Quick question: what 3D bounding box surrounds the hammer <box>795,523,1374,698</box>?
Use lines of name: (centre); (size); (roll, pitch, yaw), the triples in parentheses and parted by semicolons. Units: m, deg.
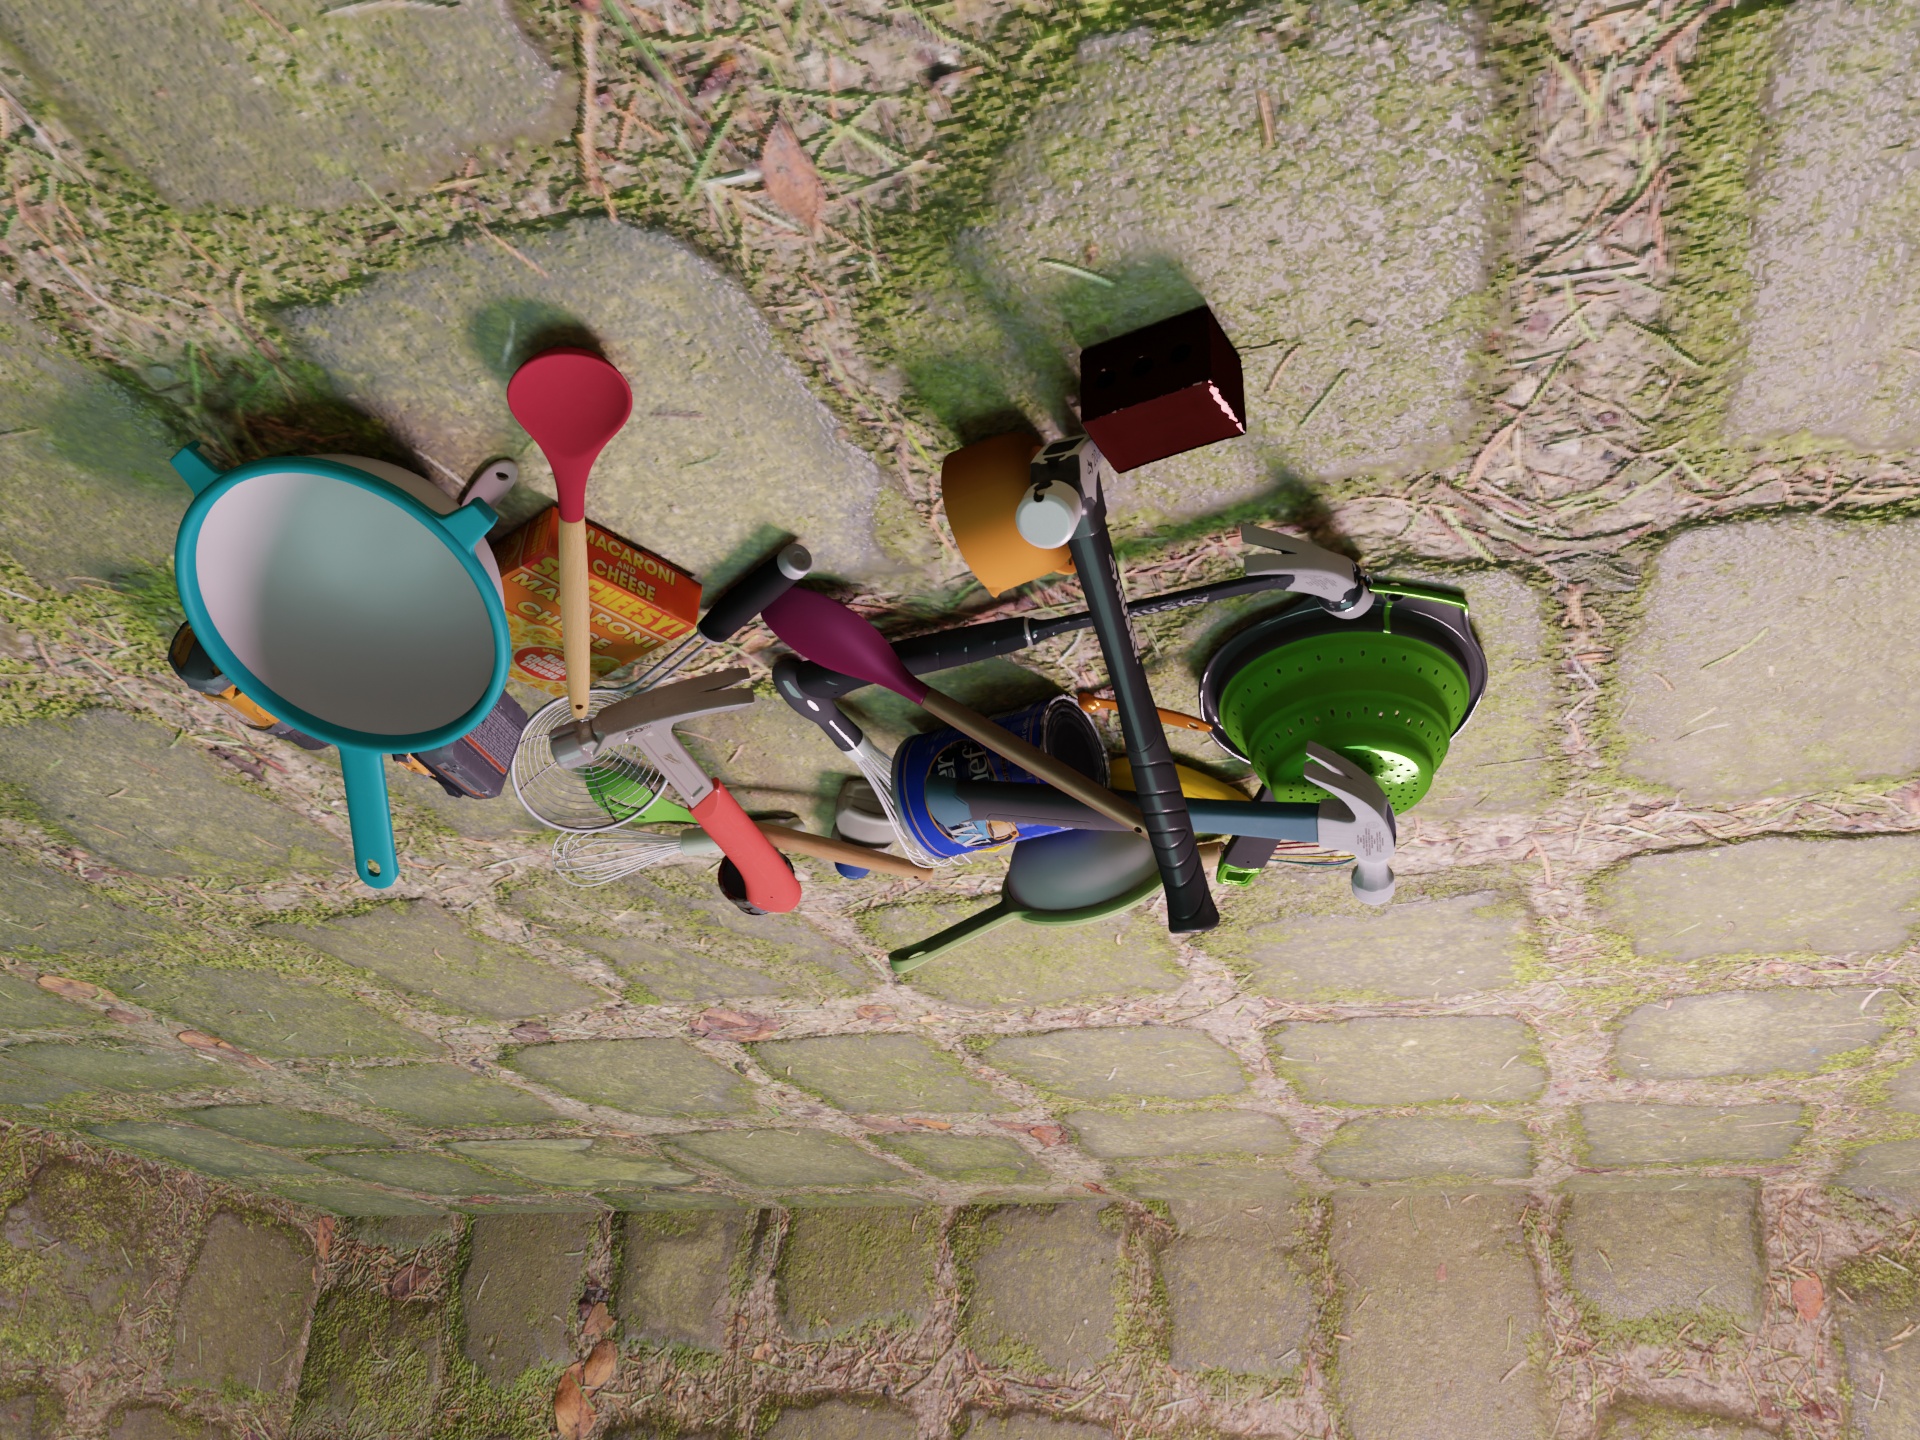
hammer: (0.059, -0.063, 1.075); (0.409, 0.036, 0.149); (-11, 167, 30)

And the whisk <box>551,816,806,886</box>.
whisk: (-0.260, 0.114, 1.460); (0.246, 0.059, 0.058); (-7, -171, 10)

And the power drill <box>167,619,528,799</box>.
power drill: (-0.447, -0.005, 1.193); (0.226, 0.084, 0.185); (12, 161, 9)

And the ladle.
ladle: (-0.239, -0.107, 0.984); (0.069, 0.031, 0.315); (1, 139, -11)

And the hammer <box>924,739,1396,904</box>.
hammer: (0.136, 0.066, 1.121); (0.331, 0.033, 0.128); (3, 133, 17)

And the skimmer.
skimmer: (-0.212, -0.016, 1.156); (0.127, 0.090, 0.363); (21, 147, -30)

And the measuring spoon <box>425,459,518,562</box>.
measuring spoon: (-0.313, -0.132, 1.022); (0.034, 0.018, 0.124); (20, 147, -29)

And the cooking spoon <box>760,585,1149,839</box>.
cooking spoon: (-0.002, -0.003, 1.095); (0.319, 0.017, 0.068); (30, 140, 4)

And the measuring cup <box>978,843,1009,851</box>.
measuring cup: (0.066, 0.076, 1.385); (0.156, 0.029, 0.062); (-17, 143, 11)

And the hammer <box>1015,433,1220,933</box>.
hammer: (0.104, -0.012, 0.941); (0.035, 0.146, 0.334); (-8, 118, 21)

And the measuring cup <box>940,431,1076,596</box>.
measuring cup: (0.052, -0.119, 0.964); (0.052, 0.095, 0.173); (-18, 164, 26)

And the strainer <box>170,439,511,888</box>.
strainer: (-0.381, -0.039, 1.045); (0.211, 0.095, 0.340); (11, 128, 2)

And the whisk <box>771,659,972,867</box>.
whisk: (-0.066, 0.037, 1.270); (0.070, 0.070, 0.284); (-13, 141, 27)

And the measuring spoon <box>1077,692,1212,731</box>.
measuring spoon: (0.135, -0.003, 1.183); (0.117, 0.011, 0.021); (13, 155, 37)

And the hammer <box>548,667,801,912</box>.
hammer: (-0.182, 0.071, 1.256); (0.149, 0.037, 0.358); (-17, 151, 4)

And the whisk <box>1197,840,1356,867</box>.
whisk: (0.256, 0.119, 1.423); (0.245, 0.051, 0.047); (-13, 154, 33)

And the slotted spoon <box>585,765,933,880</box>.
slotted spoon: (-0.176, 0.096, 1.381); (0.313, 0.031, 0.070); (14, 150, -3)

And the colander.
colander: (0.262, 0.056, 1.193); (0.204, 0.095, 0.396); (7, 145, -5)

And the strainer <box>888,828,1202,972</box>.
strainer: (0.051, 0.119, 1.263); (0.256, 0.069, 0.152); (-24, -158, -17)
